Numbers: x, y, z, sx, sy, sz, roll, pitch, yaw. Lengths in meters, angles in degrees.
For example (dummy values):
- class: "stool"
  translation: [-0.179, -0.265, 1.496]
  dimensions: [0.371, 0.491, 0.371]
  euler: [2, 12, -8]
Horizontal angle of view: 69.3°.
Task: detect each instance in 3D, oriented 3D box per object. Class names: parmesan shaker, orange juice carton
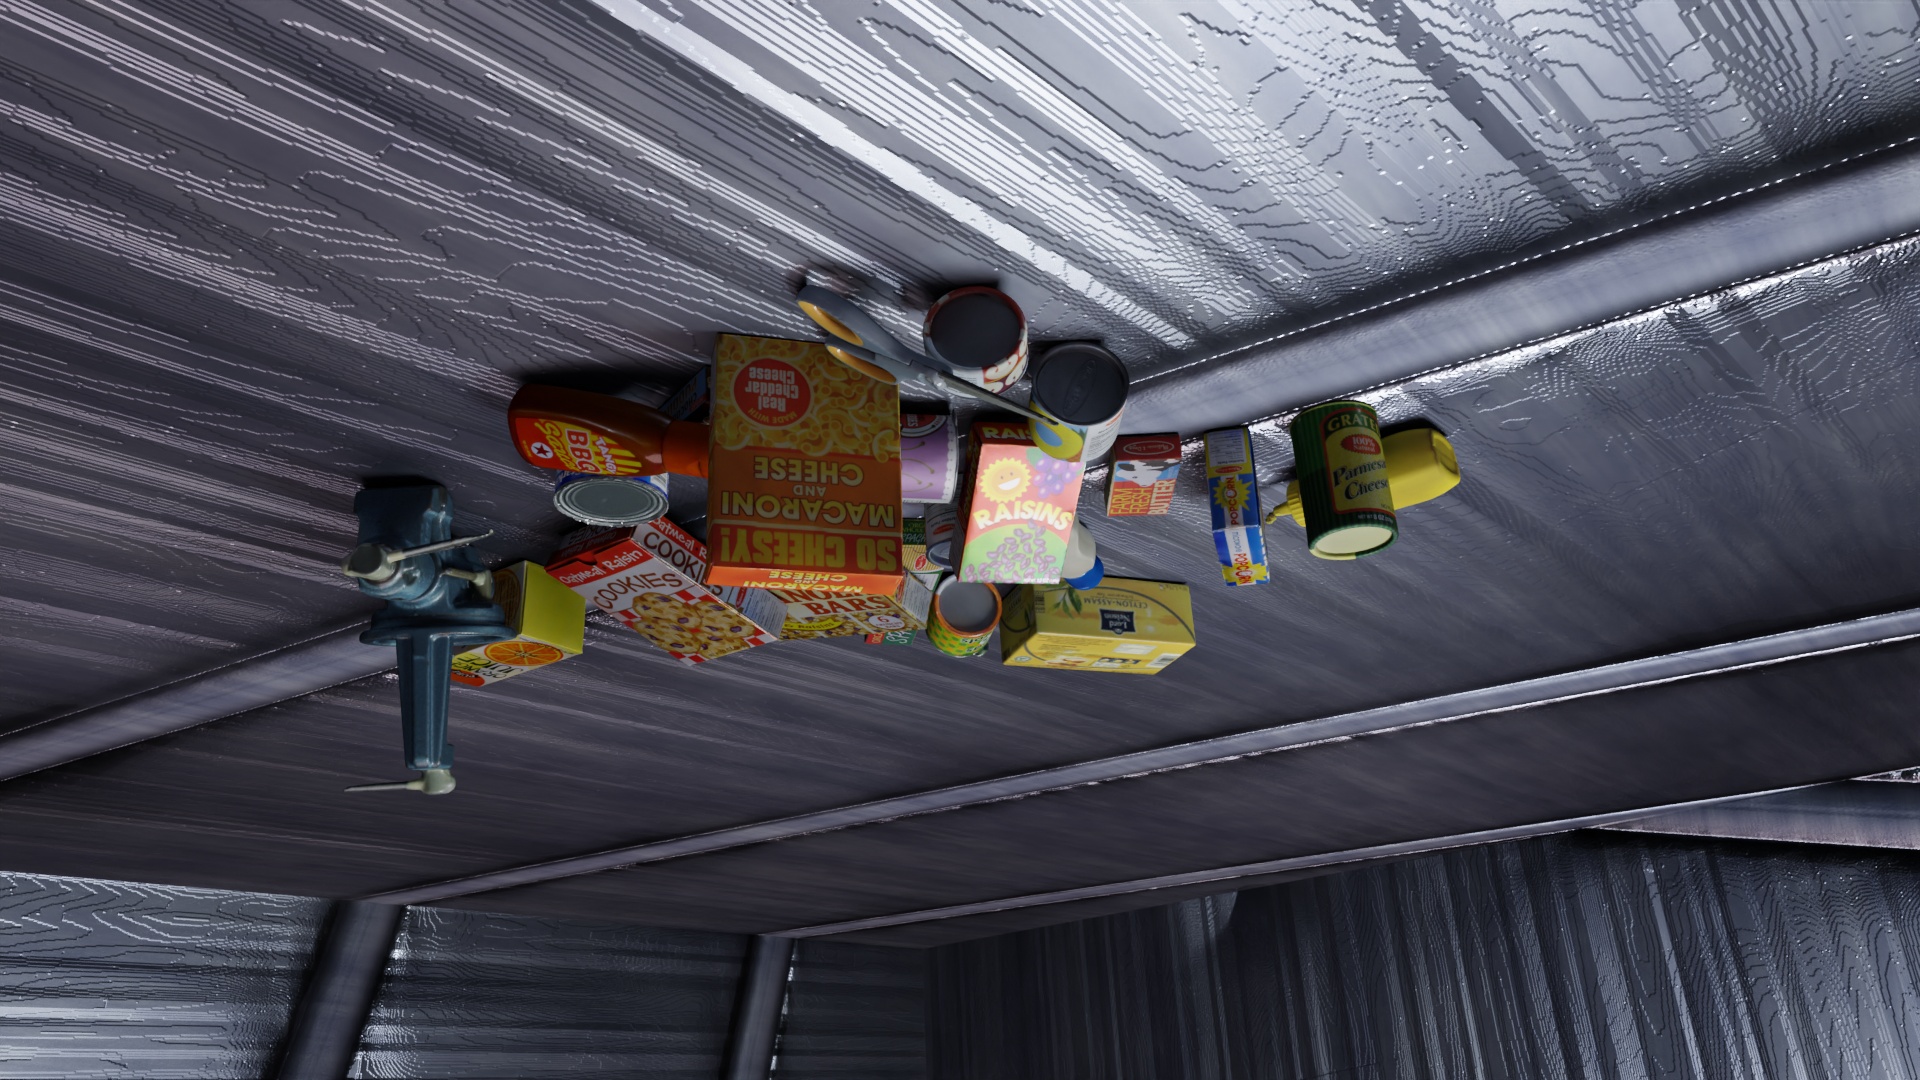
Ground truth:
- class: "parmesan shaker"
  translation: [0.292, -0.044, 1.049]
  dimensions: [0.071, 0.103, 0.071]
  euler: [-3, 156, -1]
- class: "orange juice carton"
  translation: [-0.440, 0.084, 1.289]
  dimensions: [0.192, 0.073, 0.072]
  euler: [-18, 152, 31]

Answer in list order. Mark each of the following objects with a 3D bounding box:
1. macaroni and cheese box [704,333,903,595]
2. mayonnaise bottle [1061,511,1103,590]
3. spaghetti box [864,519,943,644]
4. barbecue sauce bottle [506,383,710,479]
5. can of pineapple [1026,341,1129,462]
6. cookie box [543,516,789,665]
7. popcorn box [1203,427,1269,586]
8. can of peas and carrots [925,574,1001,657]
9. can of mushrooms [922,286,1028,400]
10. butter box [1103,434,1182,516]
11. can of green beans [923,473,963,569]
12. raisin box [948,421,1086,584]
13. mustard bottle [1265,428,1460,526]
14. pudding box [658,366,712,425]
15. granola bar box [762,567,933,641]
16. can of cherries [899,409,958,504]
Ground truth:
- class: "macaroni and cheese box"
  translation: [-0.102, -0.049, 0.910]
  dimensions: [0.124, 0.167, 0.040]
  euler: [4, 155, -15]
- class: "mayonnaise bottle"
  translation: [0.087, 0.005, 1.215]
  dimensions: [0.064, 0.041, 0.148]
  euler: [-10, 156, 20]
- class: "spaghetti box"
  translation: [-0.053, 0.044, 1.300]
  dimensions: [0.050, 0.029, 0.249]
  euler: [2, 156, -10]
- class: "barbecue sauce bottle"
  translation: [-0.231, -0.070, 0.953]
  dimensions: [0.148, 0.044, 0.064]
  euler: [9, 142, 11]
- class: "can of pineapple"
  translation: [0.079, -0.096, 0.956]
  dimensions: [0.071, 0.071, 0.057]
  euler: [-2, 156, -3]
- class: "cookie box"
  translation: [-0.251, 0.042, 1.189]
  dimensions: [0.122, 0.040, 0.167]
  euler: [-18, 135, 39]
- class: "popcorn box"
  translation: [0.221, -0.024, 1.108]
  dimensions: [0.038, 0.085, 0.126]
  euler: [-8, 156, 13]
- class: "can of peas and carrots"
  translation: [0.004, 0.073, 1.321]
  dimensions: [0.071, 0.071, 0.058]
  euler: [1, 155, -10]
- class: "can of mushrooms"
  translation: [0.011, -0.127, 0.877]
  dimensions: [0.071, 0.071, 0.033]
  euler: [-4, 155, 2]
- class: "butter box"
  translation: [0.145, -0.051, 1.114]
  dimensions: [0.053, 0.024, 0.103]
  euler: [-3, 156, 1]
- class: "can of green beans"
  translation: [0.003, -0.015, 1.136]
  dimensions: [0.071, 0.058, 0.071]
  euler: [-3, 156, -1]
- class: "raisin box"
  translation: [0.044, -0.028, 1.062]
  dimensions: [0.086, 0.040, 0.122]
  euler: [2, 122, -13]
- class: "mustard bottle"
  translation: [0.316, -0.044, 1.121]
  dimensions: [0.160, 0.049, 0.065]
  euler: [-20, 152, 34]
- class: "pudding box"
  translation: [-0.178, -0.088, 0.984]
  dimensions: [0.050, 0.030, 0.083]
  euler: [14, 151, -35]
- class: "granola bar box"
  translation: [-0.127, 0.045, 1.236]
  dimensions: [0.165, 0.039, 0.124]
  euler: [-7, 150, 28]
- class: "can of cherries"
  translation: [-0.035, -0.063, 1.019]
  dimensions: [0.058, 0.072, 0.071]
  euler: [2, 156, -9]
